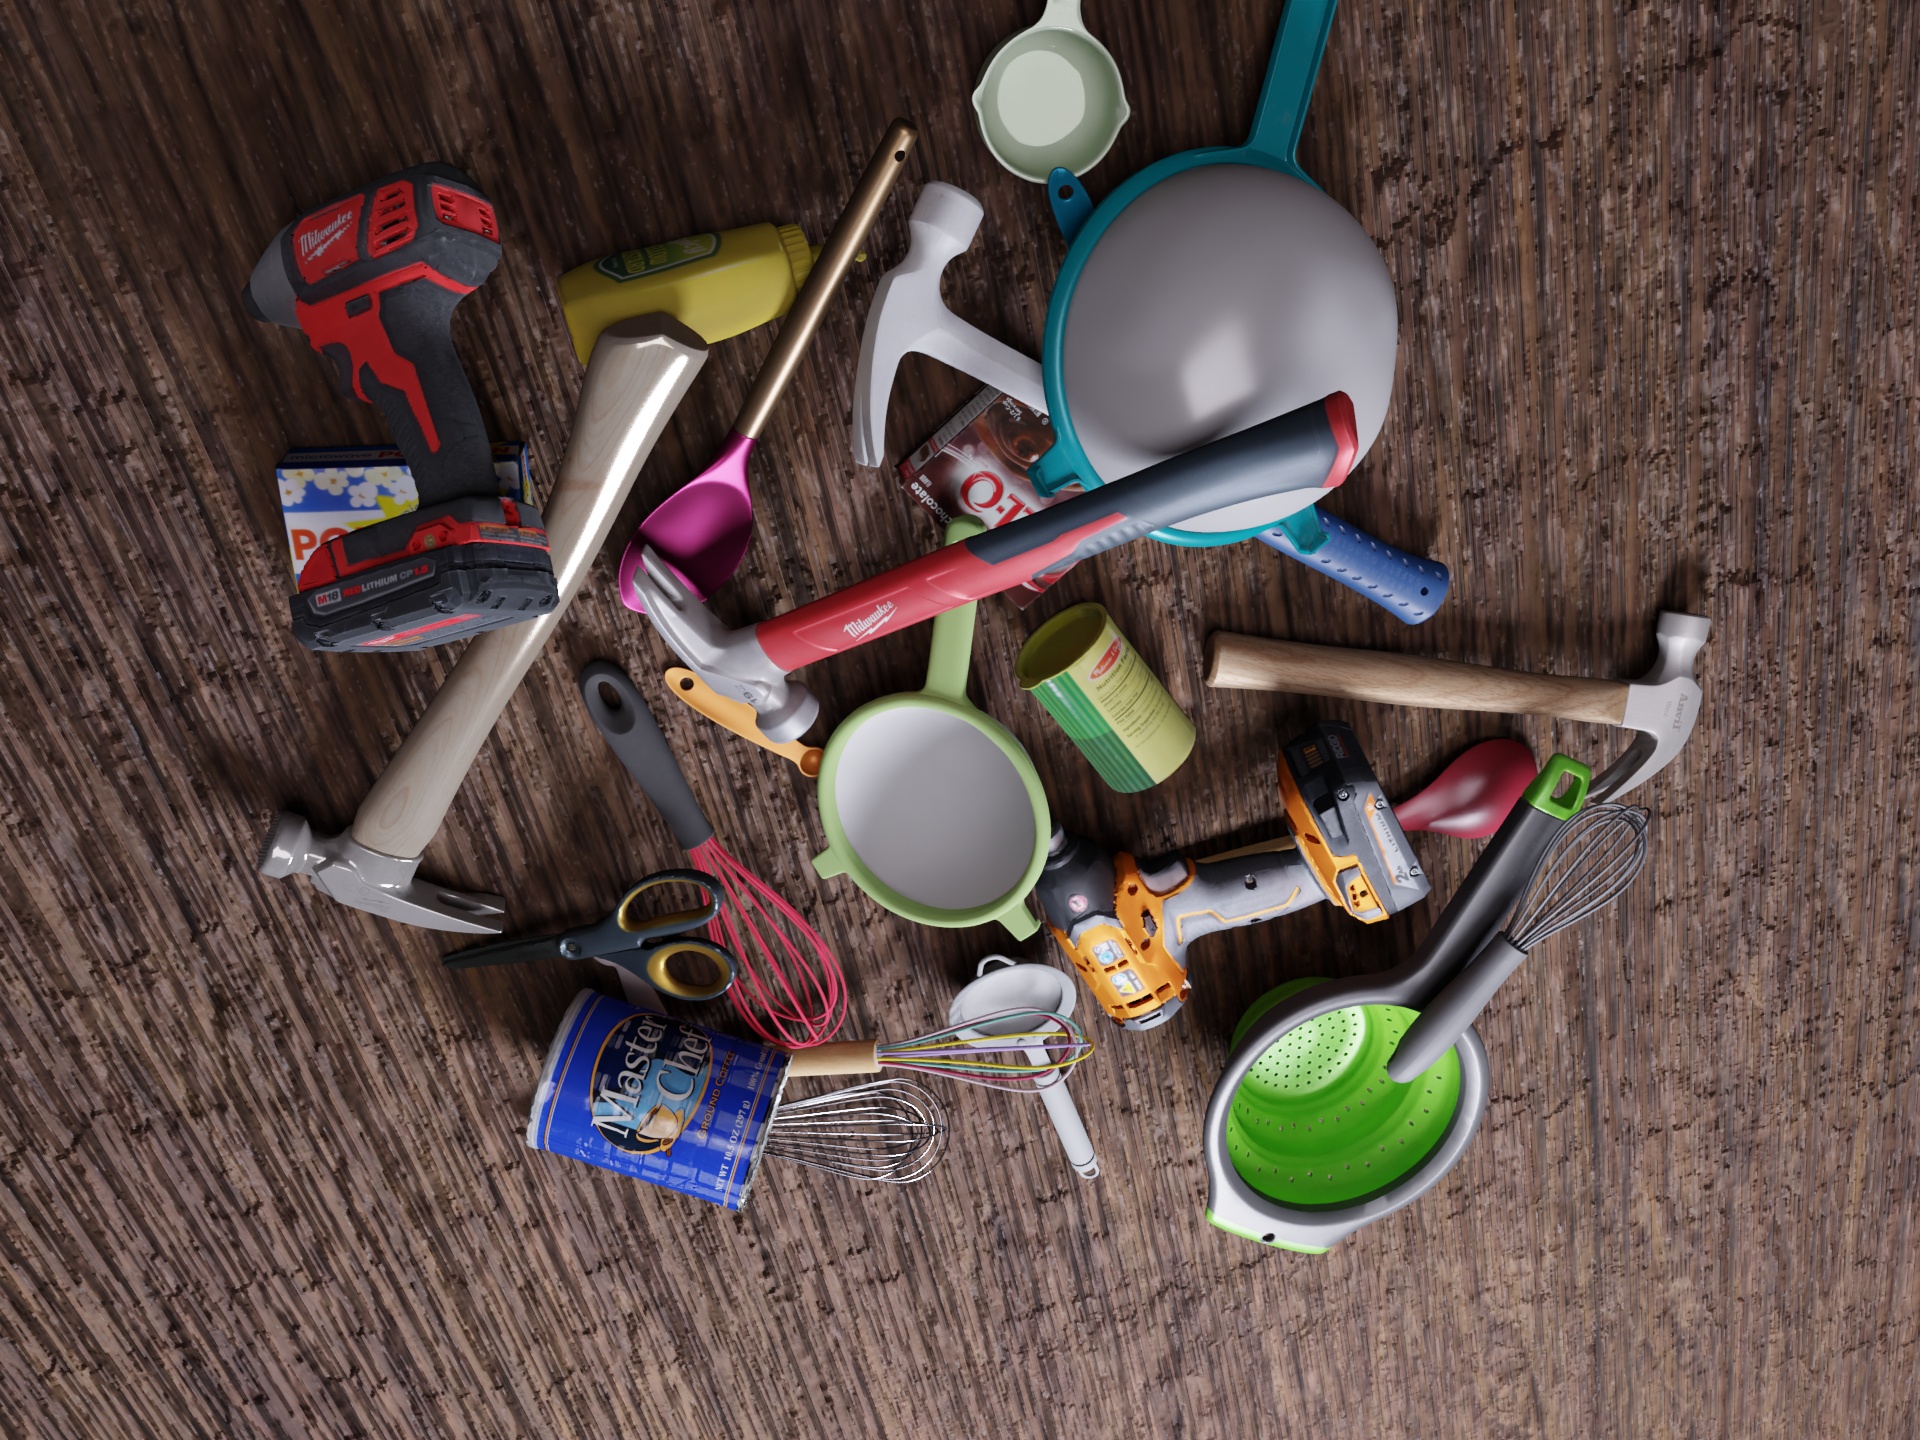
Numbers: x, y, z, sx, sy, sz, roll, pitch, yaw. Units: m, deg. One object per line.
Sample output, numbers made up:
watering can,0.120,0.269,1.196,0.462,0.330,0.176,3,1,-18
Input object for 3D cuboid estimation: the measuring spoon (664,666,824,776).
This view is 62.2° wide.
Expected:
measuring spoon,-0.130,0.000,0.969,0.116,0.011,0.021,33,99,-19

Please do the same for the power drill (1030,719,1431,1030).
power drill,0.160,0.091,1.003,0.226,0.084,0.164,-27,119,13

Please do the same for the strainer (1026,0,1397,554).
strainer,0.170,-0.250,0.814,0.211,0.095,0.340,8,102,-26

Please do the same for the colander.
colander,0.290,0.179,1.086,0.204,0.095,0.397,22,108,-20

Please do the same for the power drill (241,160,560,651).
power drill,-0.283,-0.149,0.783,0.143,0.078,0.220,-12,87,23

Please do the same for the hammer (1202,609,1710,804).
hammer,0.316,-0.020,1.016,0.331,0.031,0.130,5,100,-9

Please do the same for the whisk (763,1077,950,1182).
whisk,-0.149,0.277,1.080,0.284,0.070,0.070,1,116,-5

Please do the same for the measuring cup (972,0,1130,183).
measuring cup,0.048,-0.362,0.806,0.083,0.038,0.167,1,114,-11

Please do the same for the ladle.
ladle,0.240,0.079,1.066,0.315,0.031,0.069,-15,112,0

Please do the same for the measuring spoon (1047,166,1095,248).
measuring spoon,0.074,-0.248,0.863,0.042,0.021,0.128,-23,132,11

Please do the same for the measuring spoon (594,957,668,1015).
measuring spoon,-0.209,0.182,1.039,0.034,0.018,0.124,-19,119,-1

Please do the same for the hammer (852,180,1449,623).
hammer,0.121,-0.140,0.897,0.405,0.035,0.144,22,95,-28

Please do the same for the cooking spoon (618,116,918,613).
cooking spoon,-0.103,-0.175,0.845,0.068,0.017,0.318,10,129,-36

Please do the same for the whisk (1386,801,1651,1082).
whisk,0.349,0.143,1.004,0.055,0.055,0.239,28,109,-22

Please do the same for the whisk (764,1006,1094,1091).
whisk,-0.034,0.219,1.043,0.245,0.047,0.051,-6,131,13

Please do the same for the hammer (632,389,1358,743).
hammer,0.013,-0.094,0.822,0.386,0.038,0.143,-19,131,27

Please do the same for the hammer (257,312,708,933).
hammer,-0.241,-0.039,0.874,0.146,0.038,0.410,23,119,-27

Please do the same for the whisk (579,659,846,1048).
whisk,-0.154,0.089,0.984,0.073,0.073,0.295,-26,111,3

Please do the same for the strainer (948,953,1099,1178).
strainer,0.054,0.237,1.102,0.087,0.050,0.258,-20,124,4

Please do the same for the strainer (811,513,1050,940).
strainer,-0.002,-0.003,0.951,0.151,0.069,0.256,15,113,19
